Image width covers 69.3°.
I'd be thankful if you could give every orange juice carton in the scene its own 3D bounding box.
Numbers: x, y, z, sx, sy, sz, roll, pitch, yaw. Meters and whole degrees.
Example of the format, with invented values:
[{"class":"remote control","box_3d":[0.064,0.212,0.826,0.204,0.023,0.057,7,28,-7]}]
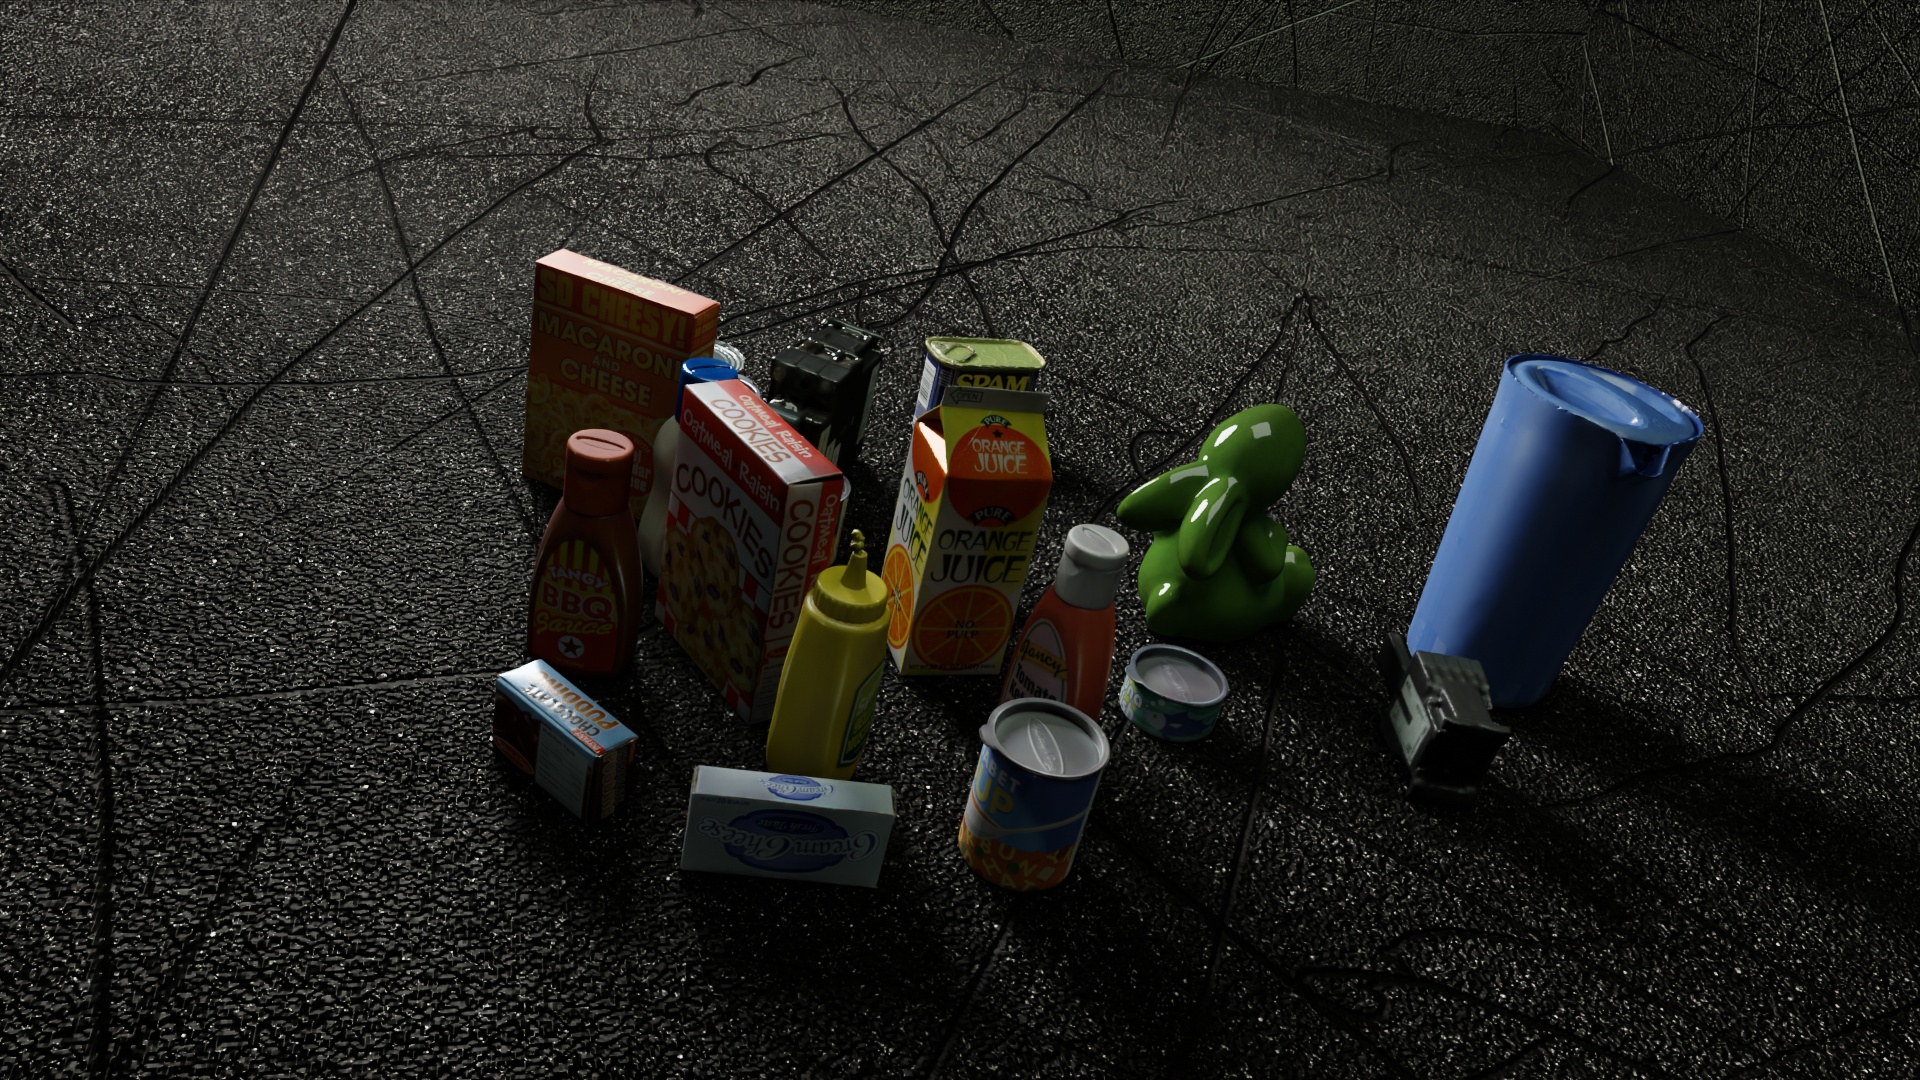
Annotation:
[{"class":"orange juice carton","box_3d":[0.003,-0.011,0.887,0.072,0.191,0.073,2,31,-21]}]

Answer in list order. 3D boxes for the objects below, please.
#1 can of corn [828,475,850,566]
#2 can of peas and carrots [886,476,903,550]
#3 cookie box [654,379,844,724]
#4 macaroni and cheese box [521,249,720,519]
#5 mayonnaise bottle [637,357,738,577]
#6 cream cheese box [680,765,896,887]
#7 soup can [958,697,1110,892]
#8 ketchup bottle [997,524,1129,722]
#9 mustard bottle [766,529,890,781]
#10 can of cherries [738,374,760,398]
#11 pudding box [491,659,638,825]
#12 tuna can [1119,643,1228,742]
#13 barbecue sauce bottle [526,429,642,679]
[{"class":"can of corn","box_3d":[-0.118,-0.018,0.983,0.071,0.058,0.071,11,29,-6]},{"class":"can of peas and carrots","box_3d":[-0.018,-0.011,1.014,0.071,0.058,0.071,11,29,-6]},{"class":"cookie box","box_3d":[-0.129,0.005,0.828,0.040,0.166,0.123,-11,38,-37]},{"class":"macaroni and cheese box","box_3d":[-0.240,-0.105,0.972,0.124,0.165,0.040,20,29,10]},{"class":"mayonnaise bottle","box_3d":[-0.175,-0.047,0.917,0.065,0.147,0.041,-9,37,-36]},{"class":"cream cheese box","box_3d":[-0.089,0.148,0.714,0.104,0.053,0.024,8,30,-11]},{"class":"soup can","box_3d":[0.036,0.138,0.754,0.071,0.083,0.072,11,29,-6]},{"class":"ketchup bottle","box_3d":[0.065,0.062,0.832,0.044,0.148,0.065,-12,38,-38]},{"class":"mustard bottle","box_3d":[-0.068,0.066,0.757,0.049,0.159,0.065,21,30,12]},{"class":"can of cherries","box_3d":[-0.190,-0.092,1.081,0.071,0.058,0.072,11,29,-6]},{"class":"pudding box","box_3d":[-0.211,0.106,0.737,0.084,0.049,0.030,30,33,27]},{"class":"tuna can","box_3d":[0.138,0.100,0.915,0.071,0.032,0.071,11,29,-6]},{"class":"barbecue sauce bottle","box_3d":[-0.214,0.008,0.805,0.065,0.147,0.044,15,29,1]}]
